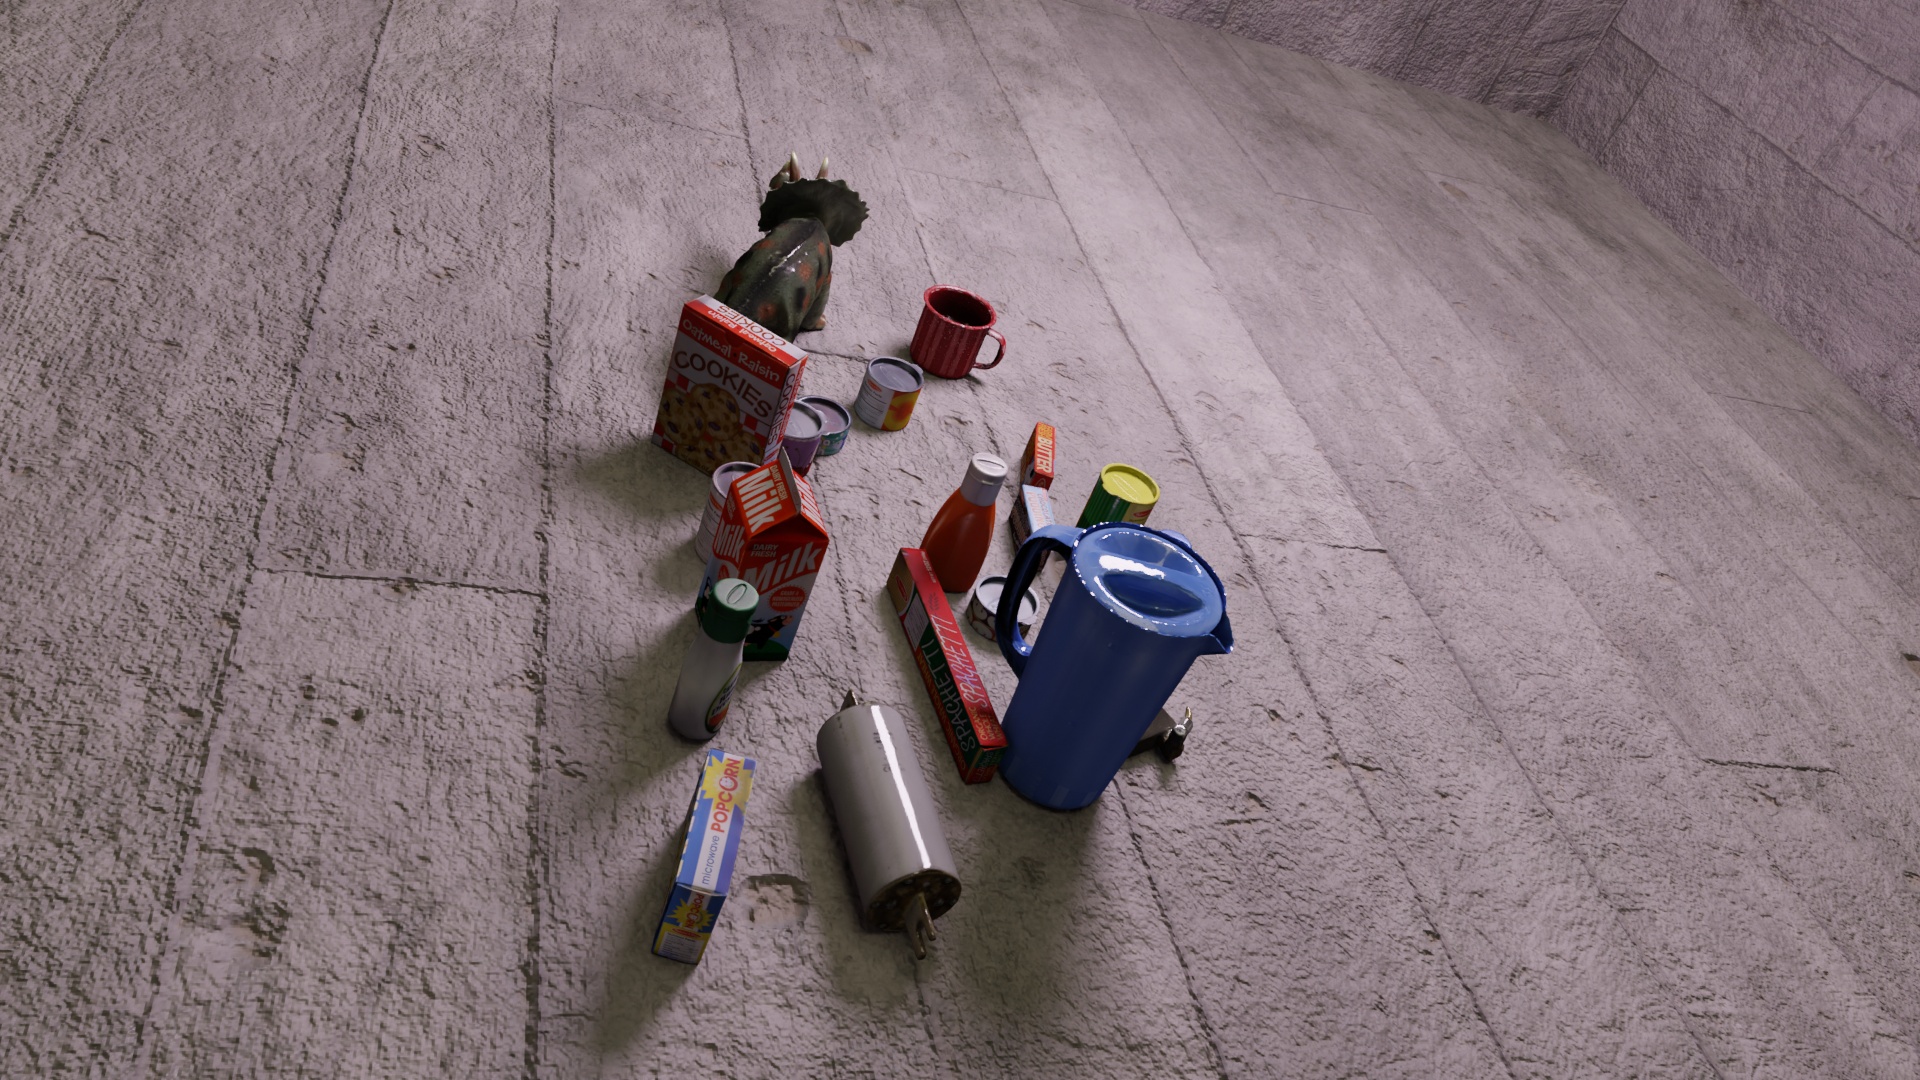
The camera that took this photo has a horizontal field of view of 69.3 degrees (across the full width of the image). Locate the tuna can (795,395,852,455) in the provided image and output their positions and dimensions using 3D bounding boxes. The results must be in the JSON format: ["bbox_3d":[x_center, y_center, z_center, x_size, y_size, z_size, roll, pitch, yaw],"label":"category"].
[{"bbox_3d":[-0.152,-0.122,1.491,0.071,0.032,0.071,15,37,-11],"label":"tuna can"}]

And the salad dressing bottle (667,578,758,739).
[{"bbox_3d":[-0.195,0.095,1.103,0.044,0.146,0.064,27,36,5],"label":"salad dressing bottle"}]

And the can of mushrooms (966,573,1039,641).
[{"bbox_3d":[0.043,0.068,1.358,0.071,0.033,0.071,15,37,-11],"label":"can of mushrooms"}]

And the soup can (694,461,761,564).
[{"bbox_3d":[-0.205,-0.021,1.295,0.071,0.083,0.072,15,37,-11],"label":"soup can"}]

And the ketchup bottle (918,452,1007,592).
[{"bbox_3d":[0.005,-0.017,1.347,0.065,0.148,0.044,14,37,-13],"label":"ketchup bottle"}]

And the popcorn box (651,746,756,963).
[{"bbox_3d":[-0.184,0.225,0.999,0.038,0.084,0.127,16,37,-9],"label":"popcorn box"}]

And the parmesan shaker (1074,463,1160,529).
[{"bbox_3d":[0.159,-0.022,1.474,0.071,0.102,0.072,15,37,-11],"label":"parmesan shaker"}]

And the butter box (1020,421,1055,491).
[{"bbox_3d":[0.086,-0.083,1.553,0.024,0.052,0.104,17,37,-8],"label":"butter box"}]

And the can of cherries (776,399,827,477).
[{"bbox_3d":[-0.177,-0.104,1.434,0.071,0.058,0.072,15,37,-11],"label":"can of cherries"}]

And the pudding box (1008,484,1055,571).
[{"bbox_3d":[0.076,-0.014,1.465,0.030,0.049,0.084,11,38,-16],"label":"pudding box"}]

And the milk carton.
[{"bbox_3d":[-0.166,0.014,1.183,0.073,0.189,0.072,1,42,-27],"label":"milk carton"}]

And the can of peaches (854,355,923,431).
[{"bbox_3d":[-0.079,-0.165,1.563,0.071,0.057,0.071,15,37,-11],"label":"can of peaches"}]

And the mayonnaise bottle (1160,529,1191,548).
[{"bbox_3d":[0.178,0.055,1.351,0.065,0.147,0.041,20,36,-4],"label":"mayonnaise bottle"}]

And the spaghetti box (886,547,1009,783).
[{"bbox_3d":[-0.016,0.109,1.263,0.029,0.050,0.251,2,41,-26],"label":"spaghetti box"}]

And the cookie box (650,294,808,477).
[{"bbox_3d":[-0.228,-0.139,1.359,0.123,0.166,0.040,30,37,10],"label":"cookie box"}]
